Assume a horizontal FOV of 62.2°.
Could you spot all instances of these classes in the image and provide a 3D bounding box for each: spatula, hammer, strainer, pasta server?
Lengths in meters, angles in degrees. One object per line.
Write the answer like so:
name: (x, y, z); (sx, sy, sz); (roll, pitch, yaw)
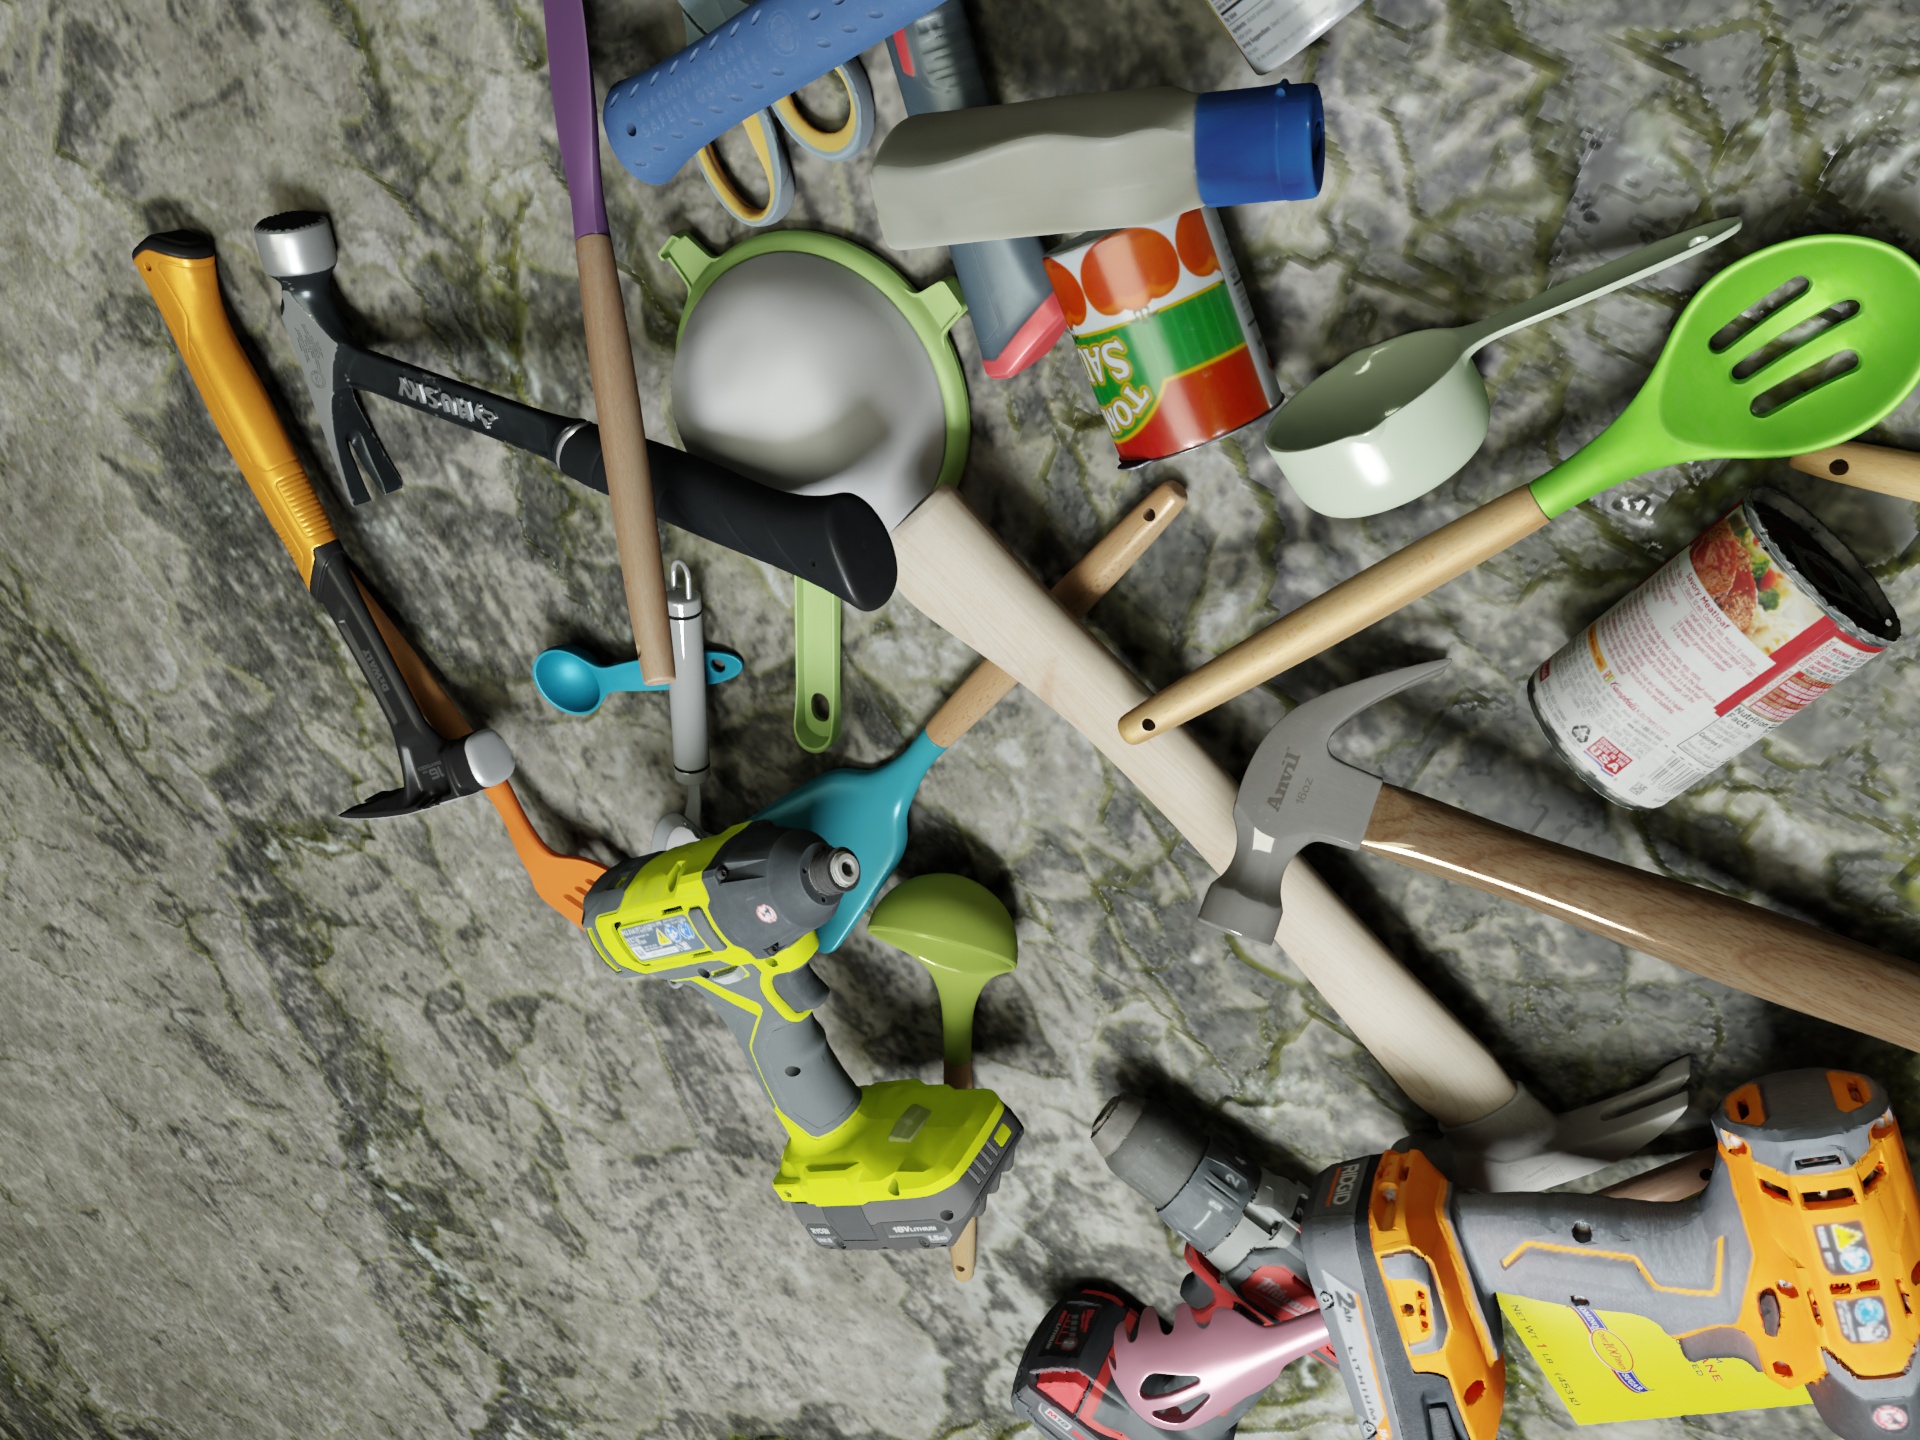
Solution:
spatula: (-0.283, 0.011, 0.930); (0.081, 0.041, 0.322); (-33, 94, 40)
hammer: (-0.365, -0.103, 0.878); (0.127, 0.034, 0.336); (-15, 104, 33)
strainer: (-0.139, 0.032, 0.840); (0.087, 0.050, 0.258); (35, 134, 42)
hammer: (0.269, 0.073, 0.610); (0.331, 0.031, 0.130); (19, 86, 9)
hammer: (-0.187, -0.124, 0.724); (0.409, 0.036, 0.149); (24, 132, 34)
pasta server: (0.204, 0.261, 0.737); (0.316, 0.040, 0.060); (-31, 94, 19)
hammer: (0.130, 0.052, 0.682); (0.410, 0.038, 0.146); (46, 129, -8)
hammer: (0.004, -0.261, 0.510); (0.405, 0.035, 0.144); (-5, 117, 46)
hammer: (-0.044, -0.312, 0.581); (0.143, 0.038, 0.386); (-3, 116, 33)
strainer: (-0.078, -0.085, 0.718); (0.151, 0.069, 0.256); (16, 123, 21)
spatula: (-0.144, -0.170, 0.641); (0.060, 0.018, 0.316); (-21, 77, 64)
spatula: (-0.001, -0.002, 0.742); (0.082, 0.044, 0.317); (50, 130, 8)

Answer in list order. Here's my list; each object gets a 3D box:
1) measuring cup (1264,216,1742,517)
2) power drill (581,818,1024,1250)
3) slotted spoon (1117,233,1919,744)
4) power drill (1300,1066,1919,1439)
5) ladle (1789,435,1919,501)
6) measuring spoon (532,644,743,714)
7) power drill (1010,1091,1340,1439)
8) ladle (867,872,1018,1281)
measuring cup: (0.190, -0.120, 0.553); (0.167, 0.083, 0.038); (-23, 114, 22)
power drill: (-0.071, 0.153, 0.787); (0.171, 0.080, 0.223); (-17, 112, 41)
slotted spoon: (0.184, -0.067, 0.573); (0.313, 0.031, 0.070); (-32, 99, 29)
power drill: (0.270, 0.240, 0.642); (0.226, 0.084, 0.164); (-17, 95, 24)
ladle: (0.421, -0.045, 0.481); (0.315, 0.031, 0.069); (19, 123, 22)
measuring spoon: (-0.169, -0.029, 0.846); (0.128, 0.021, 0.042); (-5, 122, 22)
power drill: (0.113, 0.308, 0.848); (0.188, 0.080, 0.226); (37, 127, 5)
ladle: (-0.005, 0.211, 0.869); (0.078, 0.062, 0.320); (10, 126, 17)
